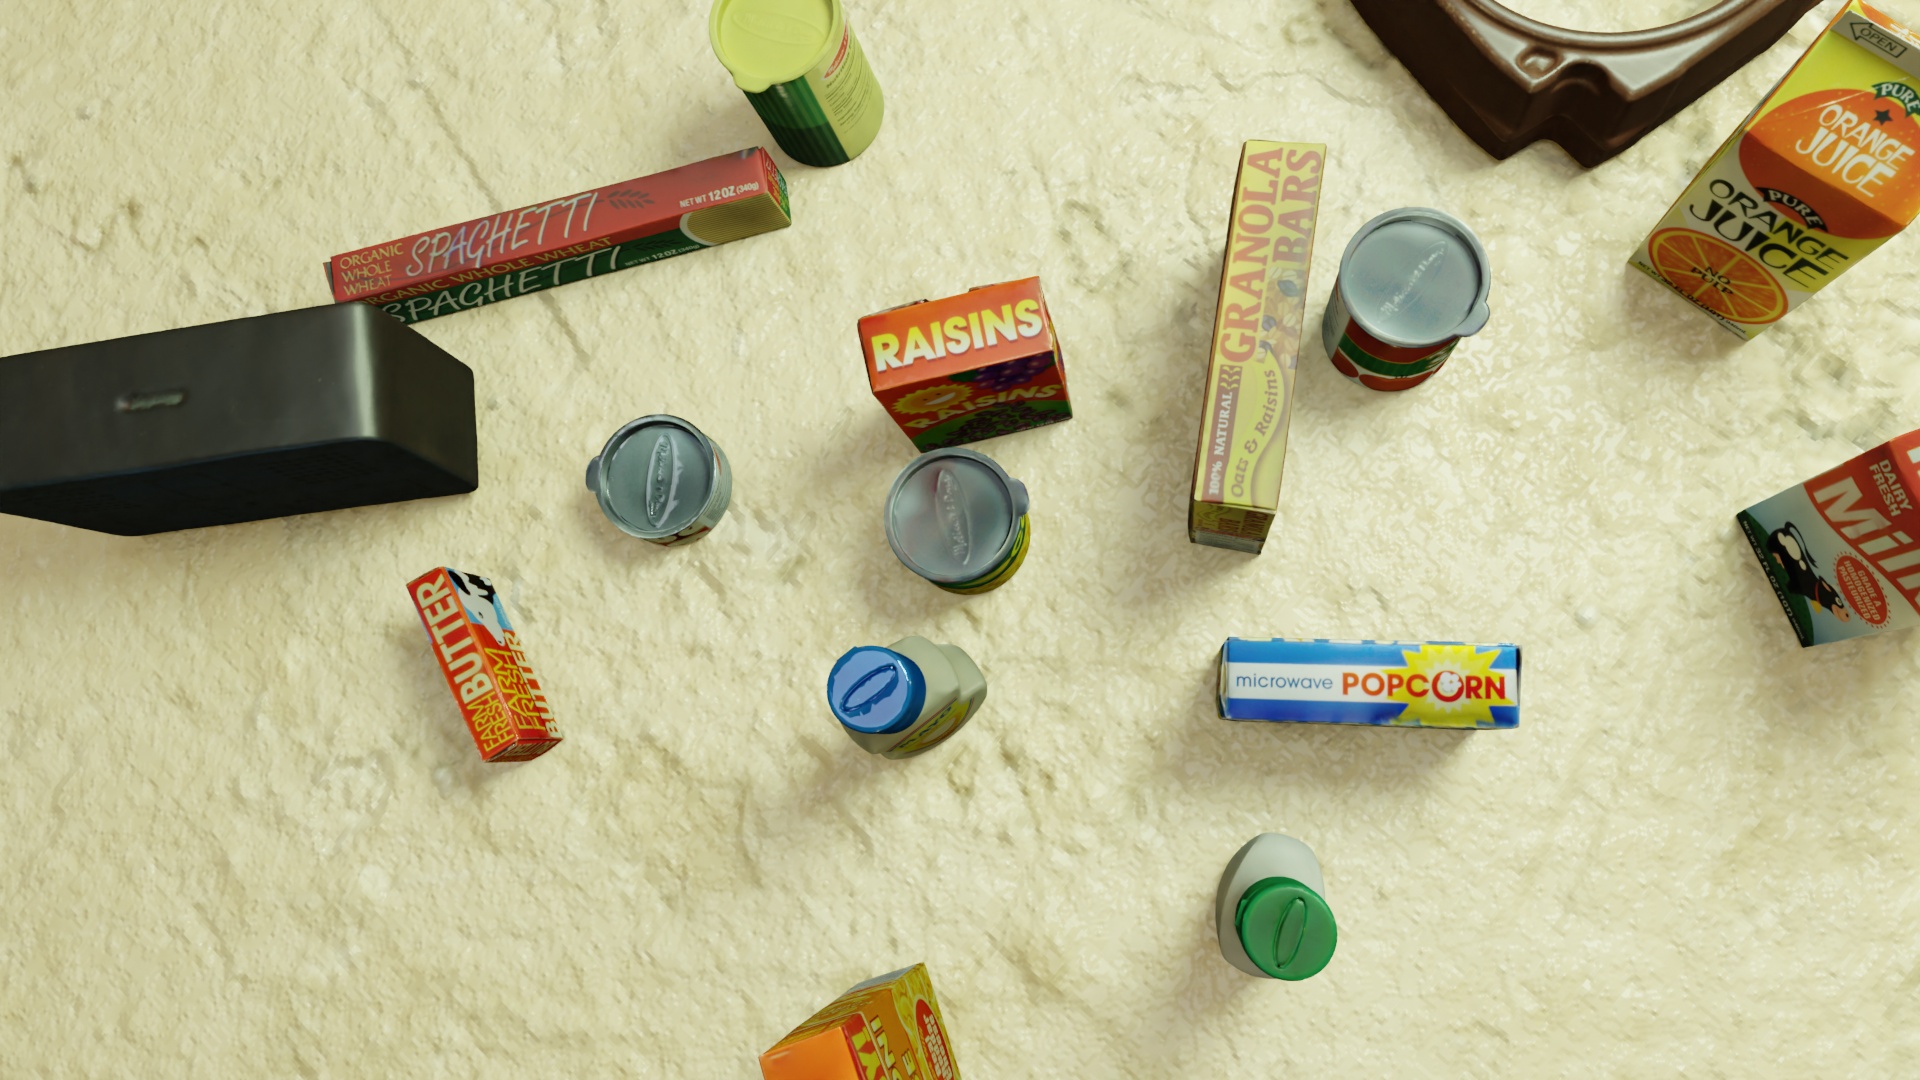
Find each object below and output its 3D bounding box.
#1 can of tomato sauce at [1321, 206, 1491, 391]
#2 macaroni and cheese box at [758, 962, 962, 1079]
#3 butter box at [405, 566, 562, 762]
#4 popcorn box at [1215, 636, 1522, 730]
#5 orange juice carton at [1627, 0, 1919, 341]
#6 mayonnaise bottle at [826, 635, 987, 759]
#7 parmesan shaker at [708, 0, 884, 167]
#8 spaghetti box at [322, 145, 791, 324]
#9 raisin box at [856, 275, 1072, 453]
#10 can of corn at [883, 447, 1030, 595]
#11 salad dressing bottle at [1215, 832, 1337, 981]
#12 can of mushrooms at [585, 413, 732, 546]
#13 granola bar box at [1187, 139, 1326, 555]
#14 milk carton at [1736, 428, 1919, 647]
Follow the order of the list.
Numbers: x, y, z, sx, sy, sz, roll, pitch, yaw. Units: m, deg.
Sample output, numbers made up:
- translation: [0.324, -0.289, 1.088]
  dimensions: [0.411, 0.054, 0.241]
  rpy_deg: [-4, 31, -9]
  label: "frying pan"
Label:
- translation: [0.212, -0.112, 0.665]
  dimensions: [0.071, 0.083, 0.071]
  rpy_deg: [-1, 81, 9]
  label: "can of tomato sauce"
- translation: [-0.028, 0.258, 0.597]
  dimensions: [0.040, 0.166, 0.124]
  rpy_deg: [-21, 79, 5]
  label: "macaroni and cheese box"
- translation: [-0.246, 0.065, 0.720]
  dimensions: [0.024, 0.053, 0.103]
  rpy_deg: [-29, 78, 3]
  label: "butter box"
- translation: [0.182, 0.066, 0.638]
  dimensions: [0.127, 0.085, 0.038]
  rpy_deg: [1, 81, 9]
  label: "popcorn box"
- translation: [0.366, -0.159, 0.593]
  dimensions: [0.072, 0.192, 0.073]
  rpy_deg: [39, 89, 12]
  label: "orange juice carton"
- translation: [-0.027, 0.072, 0.637]
  dimensions: [0.065, 0.148, 0.041]
  rpy_deg: [-38, 78, 1]
  label: "mayonnaise bottle"
- translation: [-0.084, -0.242, 0.721]
  dimensions: [0.071, 0.103, 0.071]
  rpy_deg: [-1, 81, 9]
  label: "parmesan shaker"
- translation: [-0.217, -0.162, 0.755]
  dimensions: [0.250, 0.050, 0.029]
  rpy_deg: [-13, 79, 6]
  label: "spaghetti box"
- translation: [0.007, -0.082, 0.670]
  dimensions: [0.086, 0.123, 0.040]
  rpy_deg: [-12, 80, 7]
  label: "raisin box"
- translation: [0.002, -0.009, 0.692]
  dimensions: [0.071, 0.058, 0.071]
  rpy_deg: [-1, 81, 8]
  label: "can of corn"
- translation: [0.135, 0.160, 0.598]
  dimensions: [0.044, 0.147, 0.064]
  rpy_deg: [18, 84, 11]
  label: "salad dressing bottle"
- translation: [-0.158, -0.031, 0.733]
  dimensions: [0.071, 0.033, 0.071]
  rpy_deg: [-1, 81, 8]
  label: "can of mushrooms"
- translation: [0.136, -0.085, 0.650]
  dimensions: [0.039, 0.124, 0.165]
  rpy_deg: [8, 82, 10]
  label: "granola bar box"
- translation: [0.401, -0.009, 0.564]
  dimensions: [0.073, 0.190, 0.072]
  rpy_deg: [-21, 79, 5]
  label: "milk carton"
